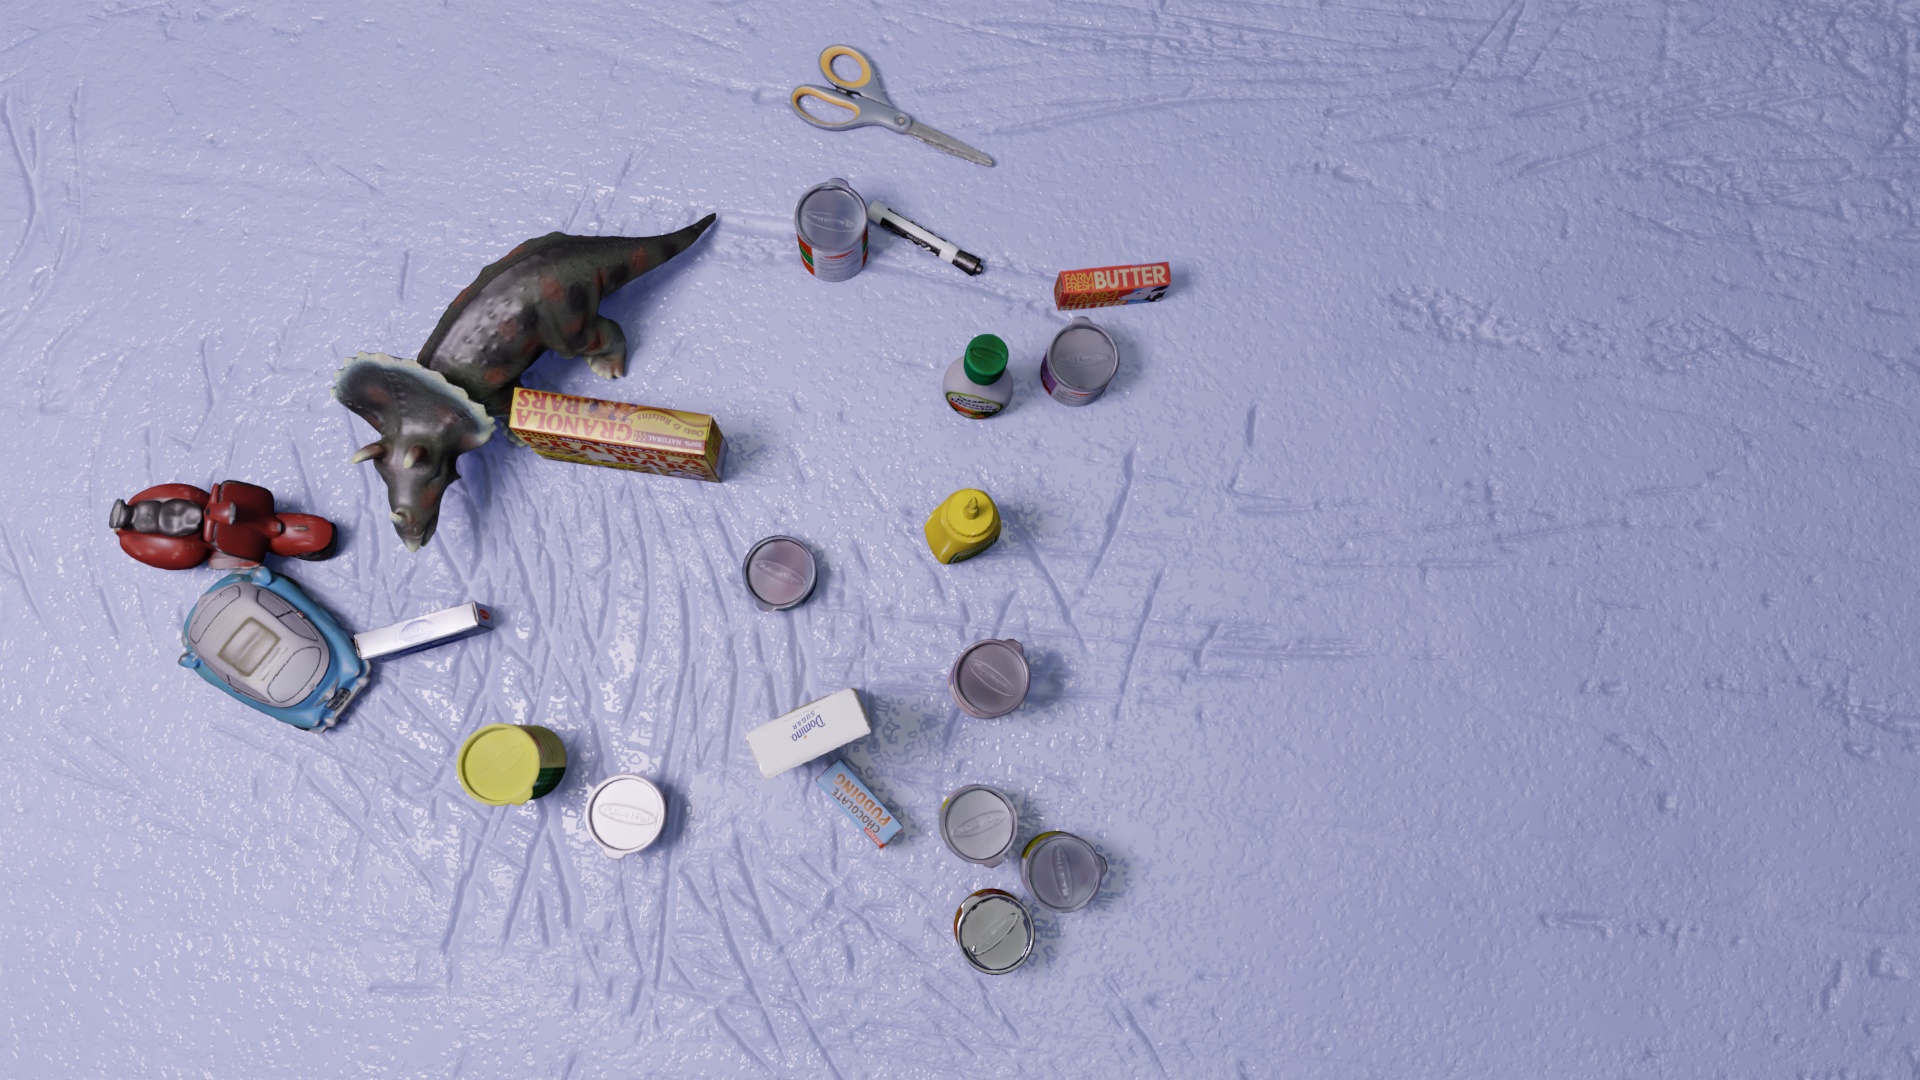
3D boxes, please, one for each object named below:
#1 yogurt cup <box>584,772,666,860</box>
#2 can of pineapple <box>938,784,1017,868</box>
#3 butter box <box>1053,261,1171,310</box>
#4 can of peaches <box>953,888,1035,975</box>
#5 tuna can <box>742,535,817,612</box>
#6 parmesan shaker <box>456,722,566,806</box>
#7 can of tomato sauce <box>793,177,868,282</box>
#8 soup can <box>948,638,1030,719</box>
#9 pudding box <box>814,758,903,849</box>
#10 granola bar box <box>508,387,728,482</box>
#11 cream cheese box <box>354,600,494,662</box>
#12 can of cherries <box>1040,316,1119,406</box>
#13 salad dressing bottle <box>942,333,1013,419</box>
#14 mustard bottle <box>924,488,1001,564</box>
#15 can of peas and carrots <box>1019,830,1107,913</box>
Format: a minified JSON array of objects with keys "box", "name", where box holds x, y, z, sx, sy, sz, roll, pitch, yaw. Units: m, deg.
[{"box":[-0.284,0.234,1.193,0.072,0.054,0.072,1,81,-3],"name":"yogurt cup"},{"box":[0.015,0.247,1.207,0.071,0.057,0.071,1,81,-3],"name":"can of pineapple"},{"box":[0.141,-0.237,1.297,0.103,0.053,0.024,-6,82,-4],"name":"butter box"},{"box":[0.027,0.333,1.194,0.071,0.058,0.071,1,81,-3],"name":"can of peaches"},{"box":[-0.162,0.032,1.245,0.071,0.032,0.071,1,81,-3],"name":"tuna can"},{"box":[-0.374,0.190,1.170,0.071,0.103,0.071,1,81,-3],"name":"parmesan shaker"},{"box":[-0.118,-0.283,1.274,0.071,0.083,0.071,1,81,-3],"name":"can of tomato sauce"},{"box":[0.026,0.121,1.216,0.071,0.083,0.071,1,81,-3],"name":"soup can"},{"box":[-0.089,0.229,1.208,0.030,0.049,0.084,-43,86,-8],"name":"pudding box"},{"box":[-0.294,-0.089,1.211,0.166,0.124,0.039,8,81,-2],"name":"granola bar box"},{"box":[-0.465,0.080,1.208,0.104,0.053,0.024,-16,82,-6],"name":"cream cheese box"},{"box":[0.110,-0.164,1.281,0.071,0.058,0.071,1,81,-3],"name":"can of cherries"},{"box":[0.018,-0.145,1.227,0.064,0.147,0.044,14,81,-1],"name":"salad dressing bottle"},{"box":[0.004,-0.015,1.198,0.065,0.160,0.049,-25,83,-7],"name":"mustard bottle"},{"box":[0.088,0.285,1.205,0.071,0.058,0.071,1,81,-3],"name":"can of peas and carrots"}]
